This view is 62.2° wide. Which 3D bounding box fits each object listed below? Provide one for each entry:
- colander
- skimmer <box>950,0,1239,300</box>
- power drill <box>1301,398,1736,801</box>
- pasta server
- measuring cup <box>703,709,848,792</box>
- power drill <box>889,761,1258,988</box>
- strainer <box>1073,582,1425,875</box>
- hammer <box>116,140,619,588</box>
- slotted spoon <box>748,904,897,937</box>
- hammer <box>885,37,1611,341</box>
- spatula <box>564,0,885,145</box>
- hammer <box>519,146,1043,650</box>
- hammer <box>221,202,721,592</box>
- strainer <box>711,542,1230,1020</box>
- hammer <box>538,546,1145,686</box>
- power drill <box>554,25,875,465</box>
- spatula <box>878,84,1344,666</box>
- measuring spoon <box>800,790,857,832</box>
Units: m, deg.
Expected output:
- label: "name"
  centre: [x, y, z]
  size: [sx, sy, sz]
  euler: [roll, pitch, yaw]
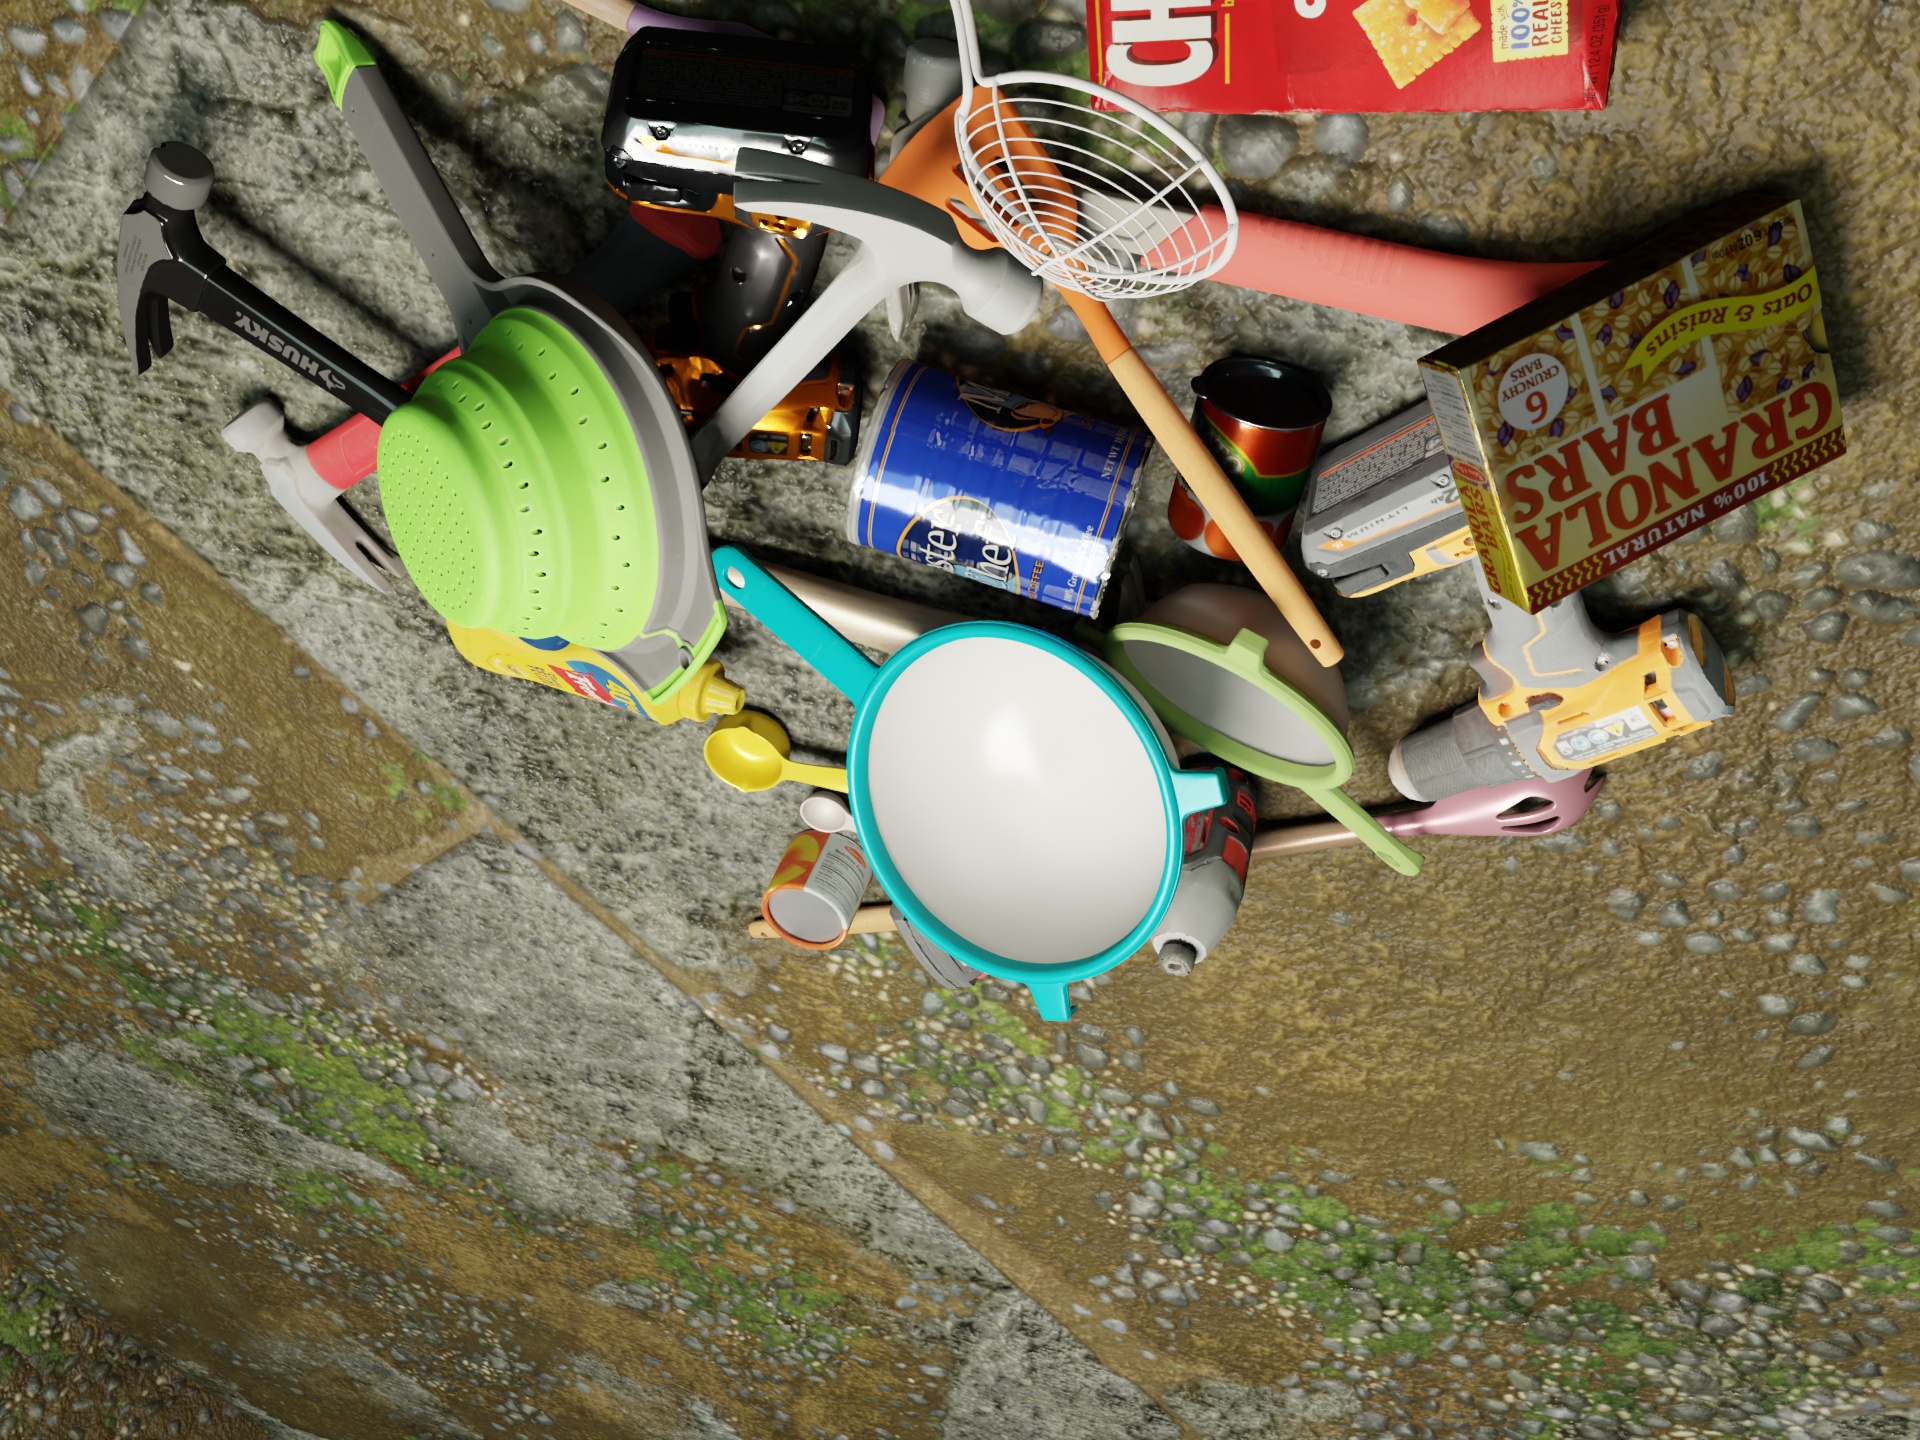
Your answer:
- label: "colander"
  centre: [-0.261, -0.180, 0.793]
  size: [0.397, 0.094, 0.204]
  euler: [60, 142, 7]
- label: "skimmer"
  centre: [0.010, -0.344, 0.646]
  size: [0.127, 0.090, 0.363]
  euler: [-1, 111, 67]
- label: "power drill"
  centre: [0.268, -0.050, 0.836]
  size: [0.185, 0.084, 0.226]
  euler: [-26, 121, 38]
- label: "pasta server"
  centre: [0.232, 0.065, 0.986]
  size: [0.316, 0.040, 0.060]
  euler: [-12, 124, 34]
- label: "measuring cup"
  centre: [-0.095, 0.028, 1.078]
  size: [0.156, 0.029, 0.062]
  euler: [11, 133, 4]
- label: "power drill"
  centre: [0.074, 0.103, 0.998]
  size: [0.220, 0.143, 0.078]
  euler: [-10, 132, 30]
- label: "strainer"
  centre: [0.193, -0.002, 0.888]
  size: [0.256, 0.069, 0.151]
  euler: [38, 166, -29]
- label: "hammer"
  centre: [-0.331, -0.177, 0.926]
  size: [0.334, 0.035, 0.146]
  euler: [34, 133, -13]
- label: "slotted spoon"
  centre: [-0.023, 0.142, 1.148]
  size: [0.314, 0.031, 0.070]
  euler: [-8, 128, 28]
- label: "hammer"
  centre: [0.137, -0.217, 0.766]
  size: [0.359, 0.037, 0.149]
  euler: [15, 133, 8]
- label: "spatula"
  centre: [-0.184, -0.355, 0.780]
  size: [0.316, 0.018, 0.059]
  euler: [27, 134, -5]
- label: "hammer"
  centre: [-0.140, -0.139, 0.819]
  size: [0.144, 0.035, 0.405]
  euler: [21, 145, -31]
- label: "hammer"
  centre: [-0.278, -0.194, 0.943]
  size: [0.386, 0.038, 0.143]
  euler: [-19, 122, 33]
- label: "strainer"
  centre: [-0.001, -0.003, 0.927]
  size: [0.340, 0.095, 0.211]
  euler: [40, 123, 16]
- label: "hammer"
  centre: [-0.091, -0.080, 0.973]
  size: [0.410, 0.038, 0.146]
  euler: [15, 132, 8]
- label: "power drill"
  centre: [-0.125, -0.220, 0.791]
  size: [0.164, 0.084, 0.226]
  euler: [4, 146, -6]
- label: "spatula"
  centre: [0.087, -0.153, 0.765]
  size: [0.081, 0.041, 0.322]
  euler: [-31, 100, 38]
- label: "measuring spoon"
  centre: [-0.050, 0.073, 1.109]
  size: [0.124, 0.018, 0.034]
  euler: [16, 134, -2]
